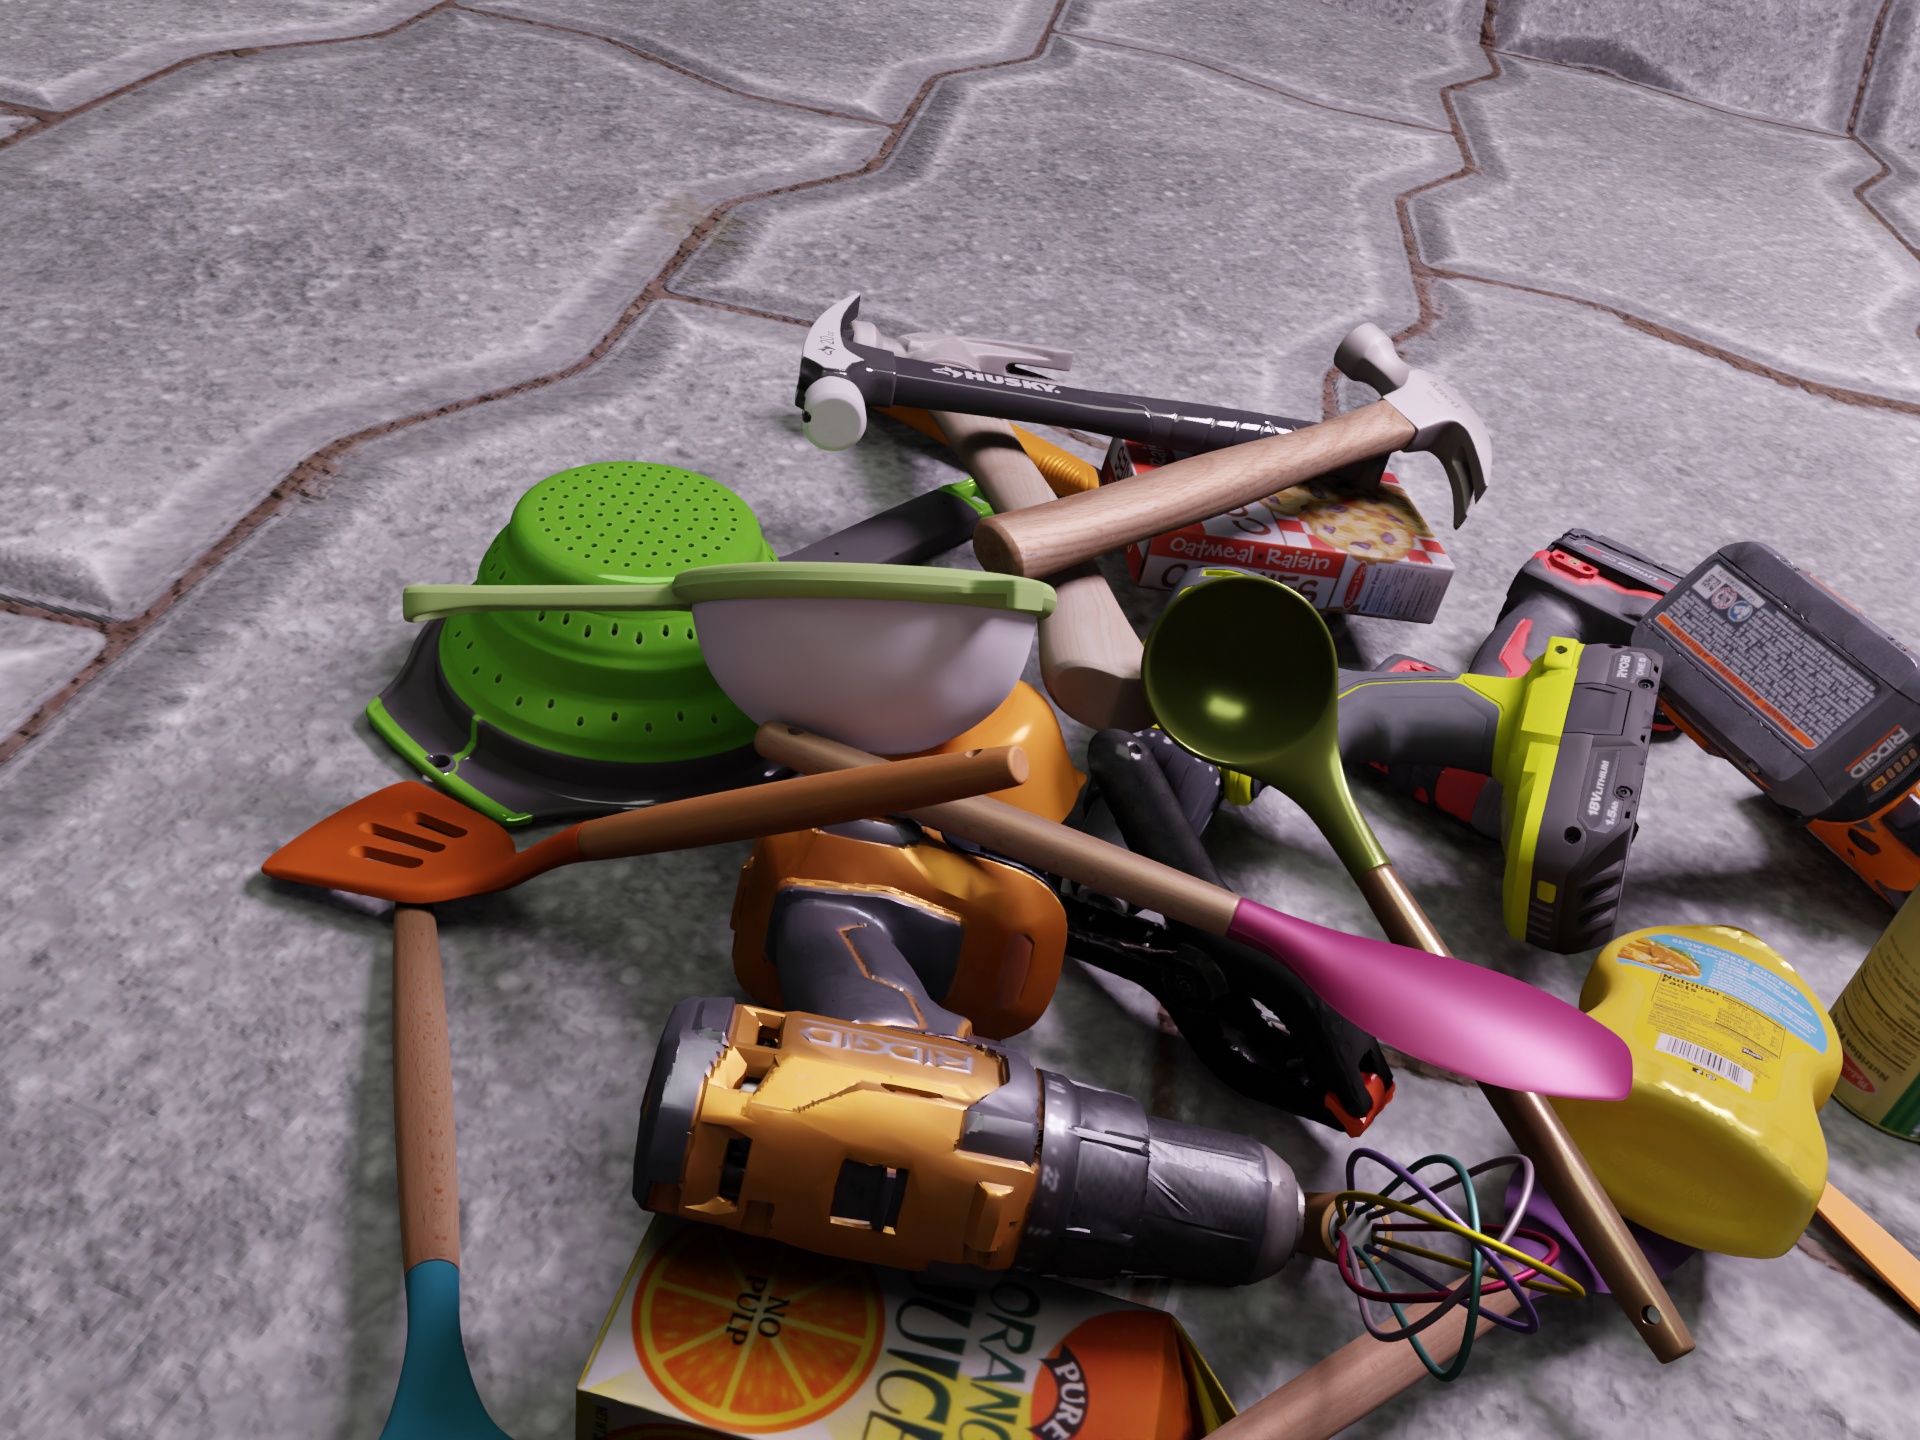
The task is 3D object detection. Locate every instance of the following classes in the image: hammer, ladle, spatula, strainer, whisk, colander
[{"bbox_3d":[0.078,-0.168,0.860,0.334,0.035,0.146,7,33,-11],"label":"hammer"},{"bbox_3d":[0.058,-0.146,0.961,0.337,0.034,0.127,30,39,24],"label":"hammer"},{"bbox_3d":[0.160,0.076,0.576,0.062,0.078,0.320,28,30,-54],"label":"ladle"},{"bbox_3d":[-0.119,0.032,0.570,0.322,0.041,0.081,-11,18,32],"label":"spatula"},{"bbox_3d":[0.158,0.181,0.496,0.315,0.018,0.060,-2,34,-47],"label":"spatula"},{"bbox_3d":[-0.090,-0.021,0.623,0.256,0.069,0.151,0,-1,0],"label":"strainer"},{"bbox_3d":[0.119,0.147,0.447,0.047,0.244,0.051,-5,74,2],"label":"whisk"},{"bbox_3d":[0.039,-0.118,0.835,0.146,0.038,0.411,3,33,-17],"label":"hammer"},{"bbox_3d":[-0.099,-0.087,0.789,0.205,0.094,0.397,32,41,26],"label":"colander"},{"bbox_3d":[0.143,-0.120,0.783,0.331,0.031,0.130,-22,60,-34],"label":"hammer"},{"bbox_3d":[-0.169,0.162,0.502,0.082,0.044,0.318,-3,34,-18],"label":"spatula"}]

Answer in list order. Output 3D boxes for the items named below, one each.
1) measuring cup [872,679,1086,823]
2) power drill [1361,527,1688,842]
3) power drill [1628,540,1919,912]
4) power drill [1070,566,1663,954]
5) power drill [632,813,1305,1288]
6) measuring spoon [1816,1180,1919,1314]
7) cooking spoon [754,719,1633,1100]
[{"bbox_3d":[-0.001,-0.002,0.721,0.095,0.052,0.174,-17,29,4],"label":"measuring cup"},{"bbox_3d":[0.308,-0.010,0.813,0.143,0.078,0.219,33,45,29],"label":"power drill"},{"bbox_3d":[0.410,0.027,0.714,0.226,0.084,0.164,31,20,-40],"label":"power drill"},{"bbox_3d":[0.169,0.023,0.688,0.228,0.080,0.191,10,49,24],"label":"power drill"},{"bbox_3d":[0.002,0.101,0.518,0.185,0.084,0.226,12,14,-5],"label":"power drill"},{"bbox_3d":[0.337,0.195,0.602,0.021,0.011,0.117,-12,46,-34],"label":"measuring spoon"},{"bbox_3d":[0.070,0.058,0.547,0.319,0.017,0.069,20,26,16],"label":"cooking spoon"}]
